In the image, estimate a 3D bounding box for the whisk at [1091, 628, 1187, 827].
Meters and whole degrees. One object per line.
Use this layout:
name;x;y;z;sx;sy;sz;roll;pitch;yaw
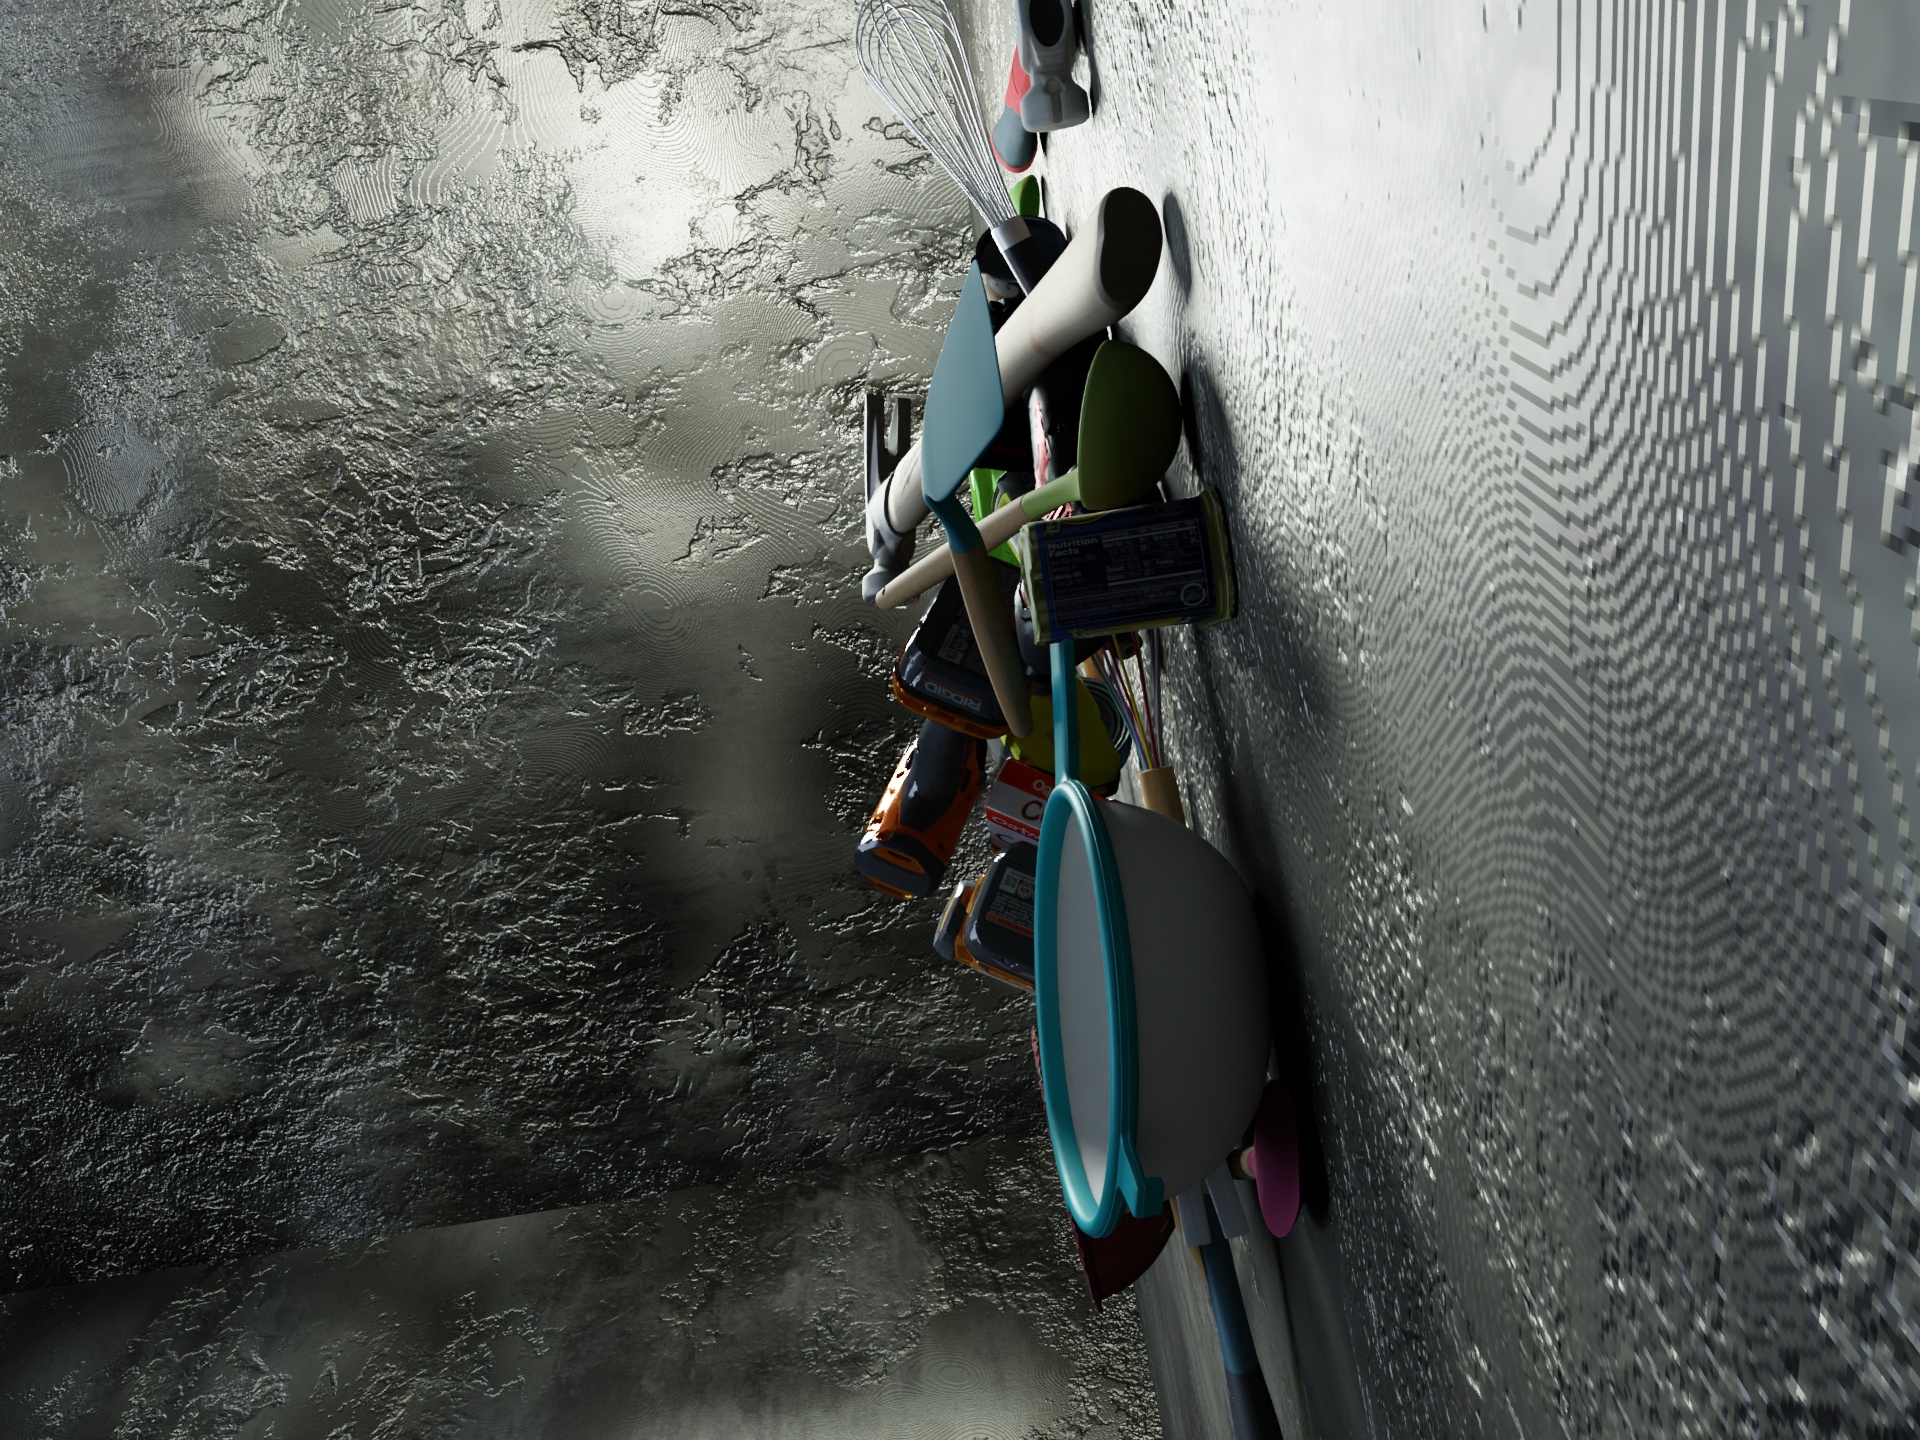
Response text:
whisk;0.109;0.009;0.952;0.047;0.051;0.245;112;147;-81

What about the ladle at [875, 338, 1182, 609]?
ladle;0.015;-0.110;0.838;0.320;0.062;0.078;-24;48;60

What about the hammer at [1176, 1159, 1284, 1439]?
hammer;0.157;0.364;0.873;0.128;0.033;0.331;-58;-46;-87

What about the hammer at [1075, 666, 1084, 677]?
hammer;0.124;0.113;1.341;0.144;0.035;0.406;57;-160;-70

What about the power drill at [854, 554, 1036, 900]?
power drill;-0.002;-0.003;1.055;0.226;0.084;0.164;109;-175;-48

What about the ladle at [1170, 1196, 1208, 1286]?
ladle;0.136;0.303;1.067;0.069;0.031;0.315;37;157;55

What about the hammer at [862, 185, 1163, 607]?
hammer;0.011;-0.187;0.887;0.410;0.038;0.146;147;124;-68

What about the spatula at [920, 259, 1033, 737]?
spatula;0.017;-0.070;0.732;0.317;0.044;0.082;70;-170;-61

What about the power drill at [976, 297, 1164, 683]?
power drill;0.053;-0.134;0.929;0.143;0.078;0.220;111;157;-44

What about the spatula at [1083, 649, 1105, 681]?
spatula;0.113;-0.067;1.280;0.322;0.041;0.081;62;-162;-74

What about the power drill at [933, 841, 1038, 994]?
power drill;0.080;0.156;1.065;0.226;0.185;0.084;111;-178;-76

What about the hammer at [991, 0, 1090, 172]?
hammer;0.042;-0.434;1.047;0.386;0.038;0.143;-94;-4;-79

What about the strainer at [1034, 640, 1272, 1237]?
strainer;0.093;0.071;0.774;0.211;0.095;0.341;107;161;-73

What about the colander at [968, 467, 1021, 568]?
colander;0.054;-0.193;1.241;0.397;0.094;0.204;41;-140;-88

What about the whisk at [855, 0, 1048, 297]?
whisk;0.018;-0.346;1.032;0.284;0.070;0.070;60;-175;-10

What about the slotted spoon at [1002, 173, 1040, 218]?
slotted spoon;0.048;-0.312;1.196;0.070;0.031;0.314;84;-175;-48

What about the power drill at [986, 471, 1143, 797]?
power drill;0.071;-0.046;1.111;0.223;0.080;0.171;94;156;-47

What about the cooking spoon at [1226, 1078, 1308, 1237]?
cooking spoon;0.153;0.228;0.824;0.318;0.017;0.069;79;-169;-73
